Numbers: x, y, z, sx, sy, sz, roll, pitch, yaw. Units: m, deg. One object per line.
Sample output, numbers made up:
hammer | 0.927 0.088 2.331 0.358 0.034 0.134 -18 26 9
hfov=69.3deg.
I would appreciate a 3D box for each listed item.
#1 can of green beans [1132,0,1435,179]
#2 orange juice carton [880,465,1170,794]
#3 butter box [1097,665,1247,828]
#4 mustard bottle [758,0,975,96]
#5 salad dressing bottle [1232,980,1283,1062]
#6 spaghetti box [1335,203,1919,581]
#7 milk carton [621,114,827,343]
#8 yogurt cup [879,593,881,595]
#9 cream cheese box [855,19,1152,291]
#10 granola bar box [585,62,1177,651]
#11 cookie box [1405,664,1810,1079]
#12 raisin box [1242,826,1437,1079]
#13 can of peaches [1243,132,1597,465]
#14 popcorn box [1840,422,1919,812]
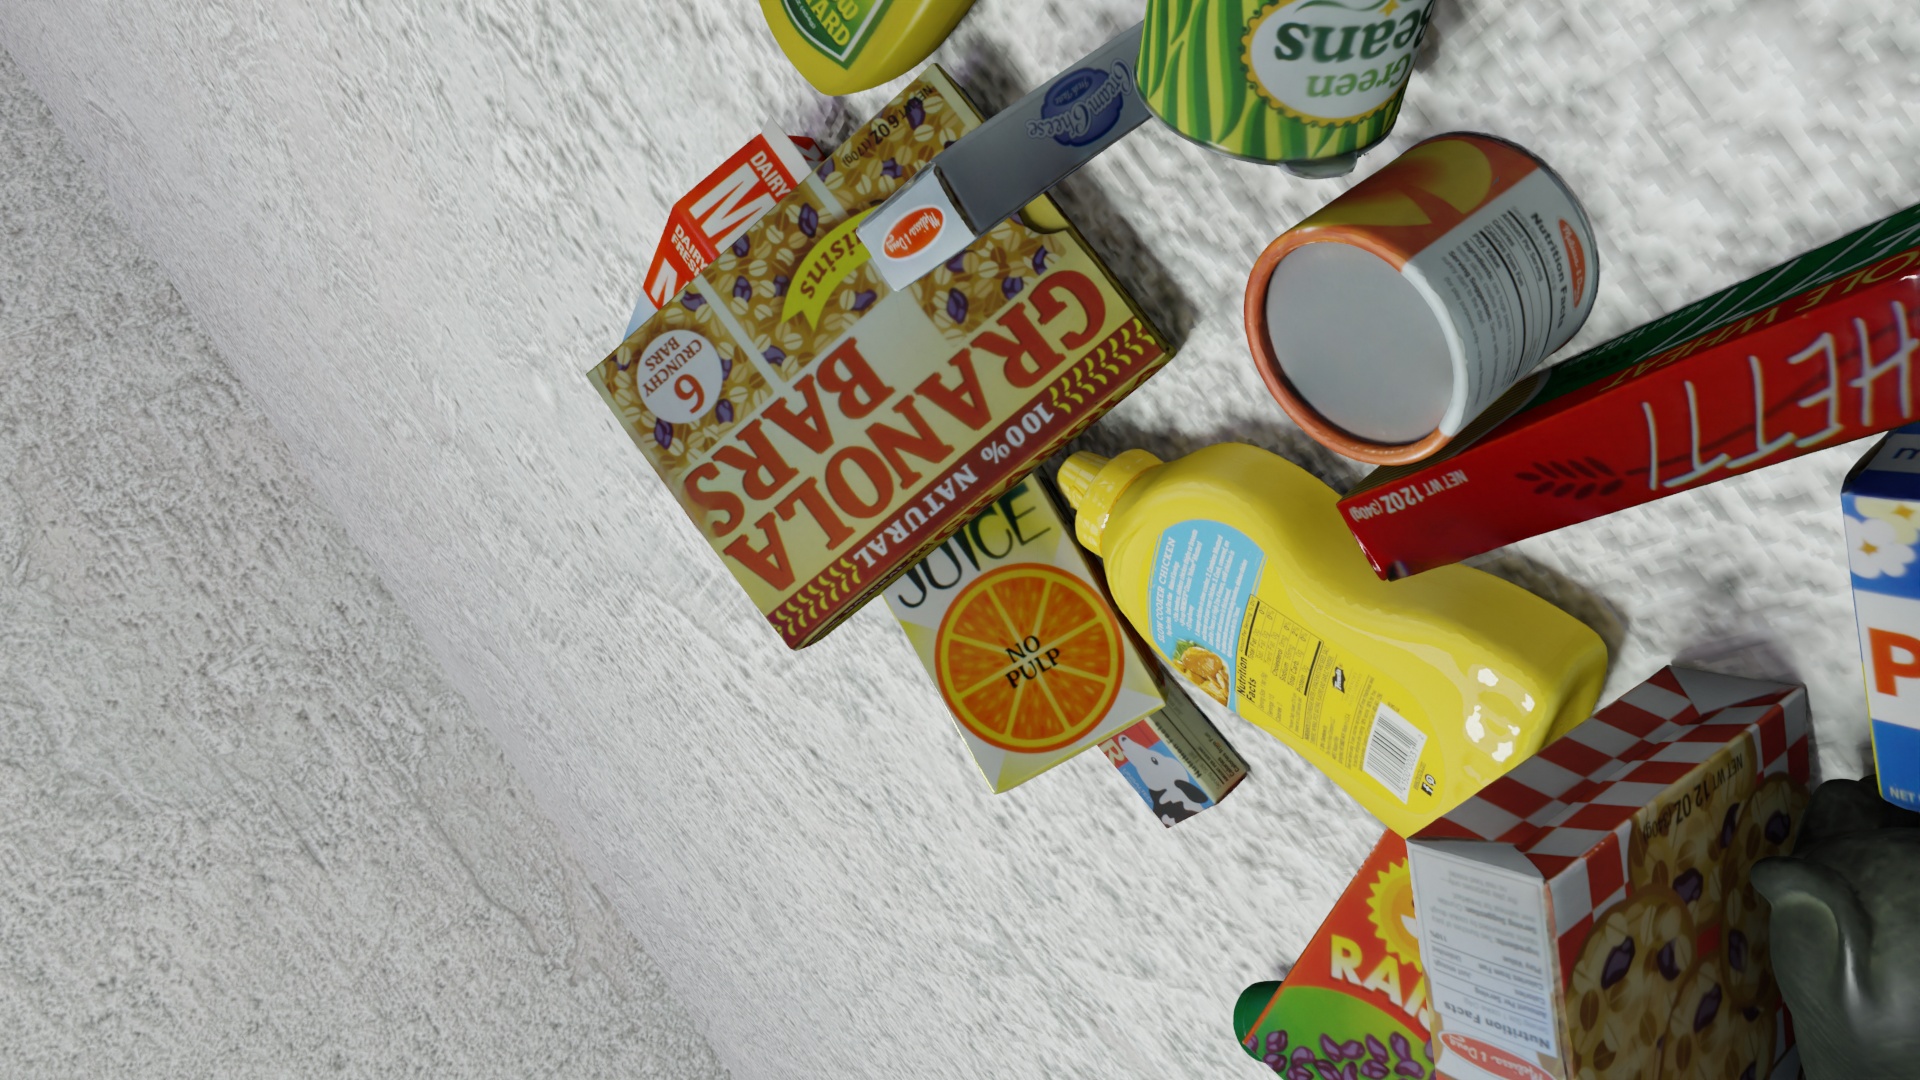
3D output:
can of green beans | 0.077 -0.130 0.324 0.071 0.071 0.057 41 149 26
orange juice carton | 0.002 -0.007 0.537 0.193 0.073 0.072 60 -172 5
butter box | 0.074 0.074 0.605 0.103 0.024 0.053 50 152 9
mustard bottle | -0.013 -0.192 0.417 0.065 0.049 0.160 57 153 -7
salad dressing bottle | 0.168 0.204 0.578 0.064 0.044 0.147 55 153 1
spaghetti box | 0.176 -0.040 0.285 0.028 0.050 0.249 55 153 -2
milk carton | -0.086 -0.106 0.605 0.072 0.074 0.190 54 153 1
yogurt cup | -0.038 -0.008 0.659 0.072 0.054 0.072 38 149 28
cream cheese box | 0.022 -0.112 0.392 0.024 0.104 0.053 55 154 -11
granola bar box | -0.029 -0.060 0.480 0.124 0.165 0.039 52 -168 5
cookie box | 0.177 0.133 0.357 0.040 0.123 0.167 6 111 53
raisin box | 0.165 0.156 0.480 0.086 0.040 0.122 40 120 29
can of peaches | 0.113 -0.061 0.353 0.071 0.058 0.071 38 148 29
popcorn box | 0.244 0.023 0.260 0.126 0.038 0.085 12 130 53
